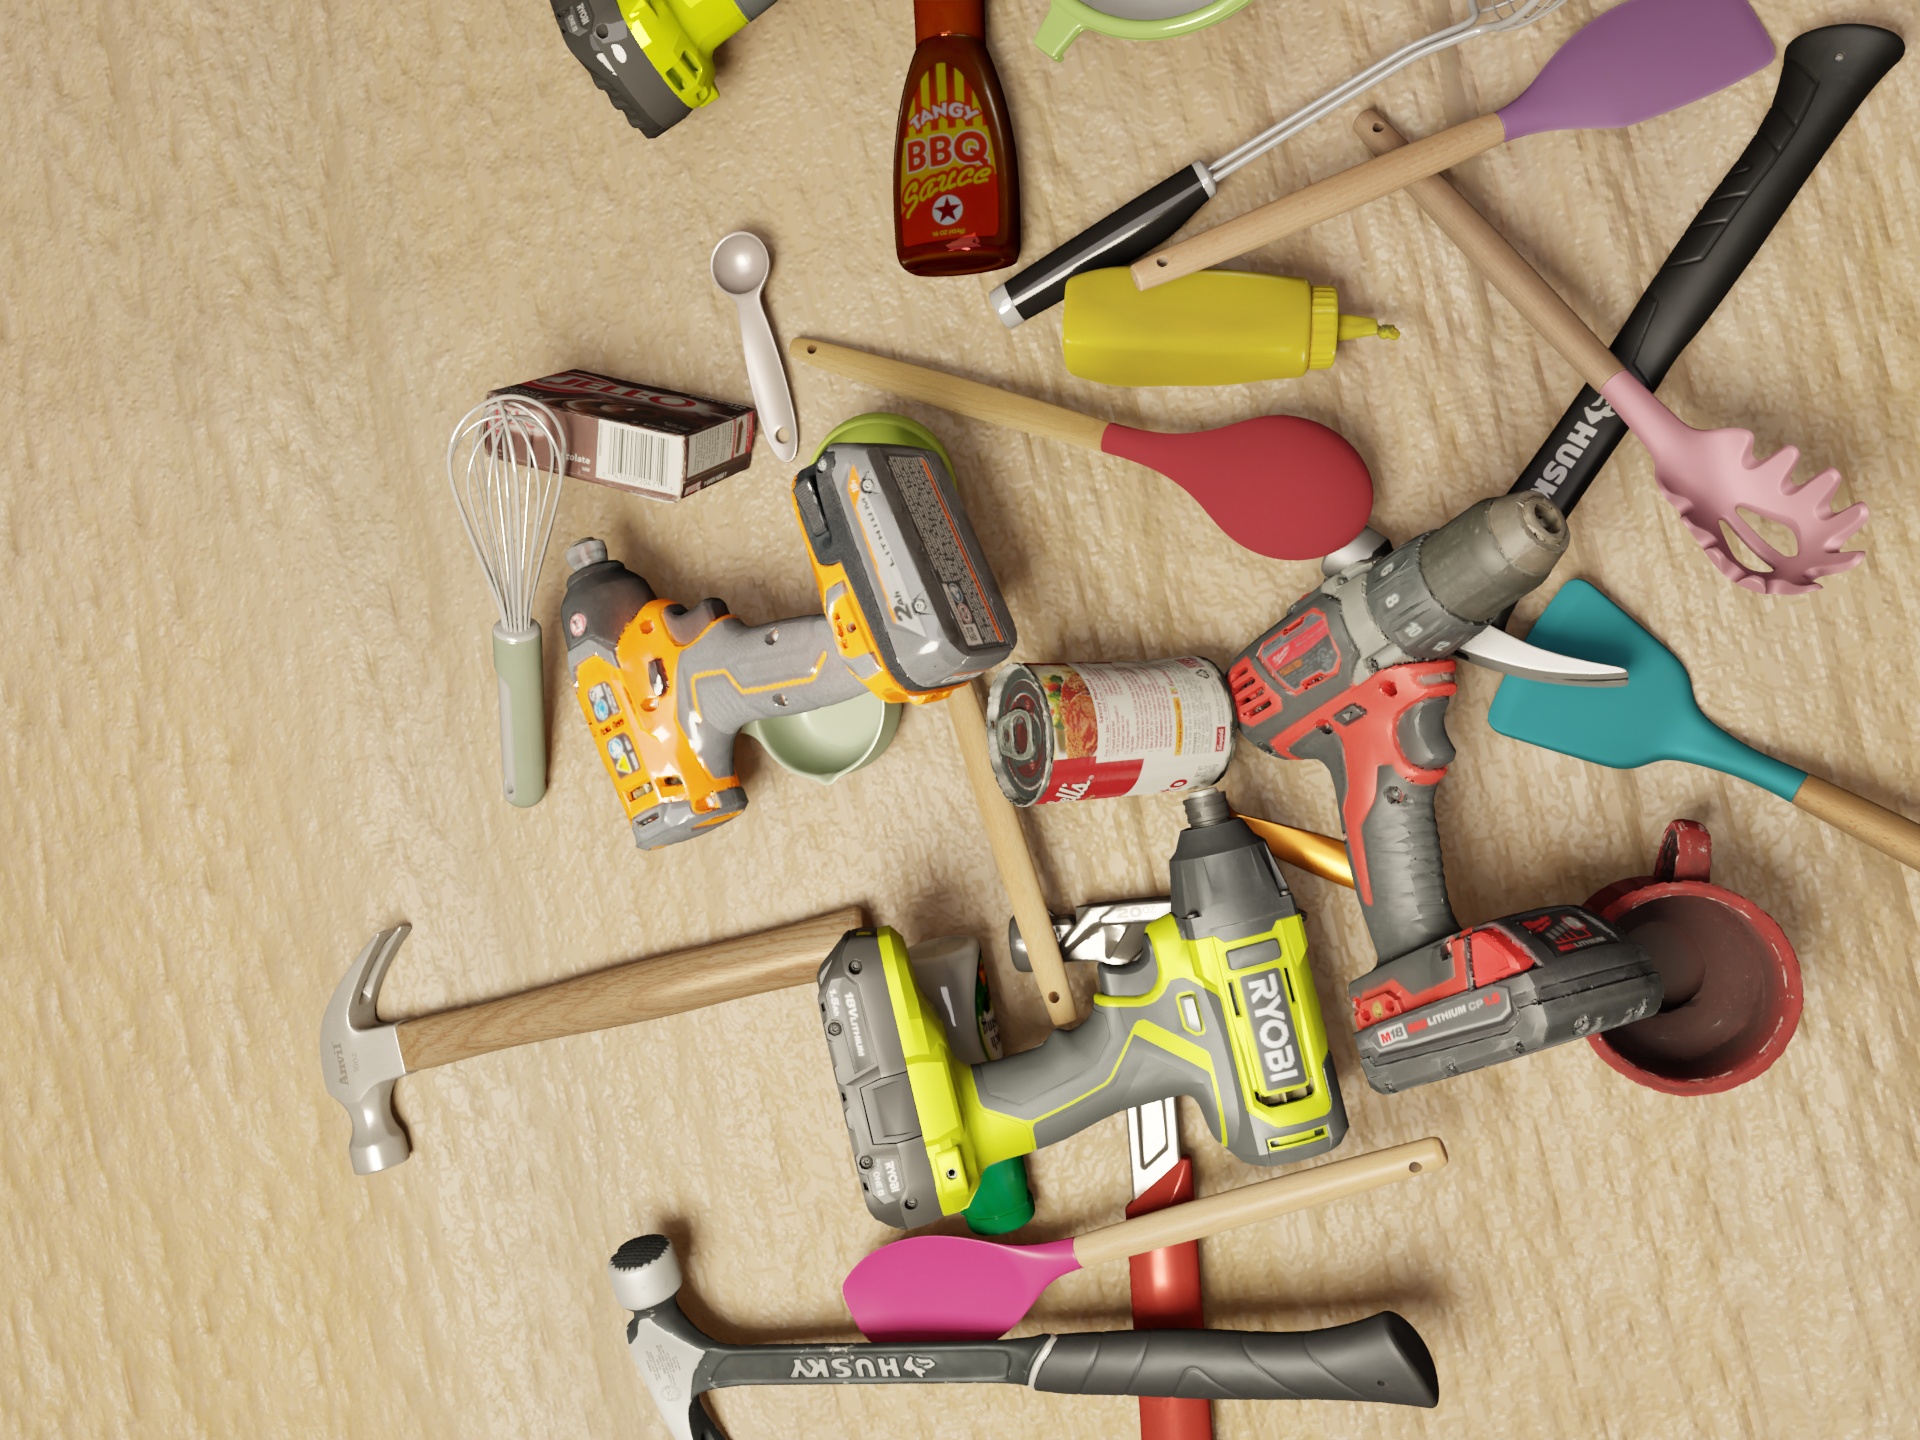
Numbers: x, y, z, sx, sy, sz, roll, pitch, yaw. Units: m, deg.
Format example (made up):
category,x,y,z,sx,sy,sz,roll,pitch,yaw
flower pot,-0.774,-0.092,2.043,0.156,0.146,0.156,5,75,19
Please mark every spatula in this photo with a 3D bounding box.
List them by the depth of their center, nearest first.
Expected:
category,x,y,z,sx,sy,sz,roll,pitch,yaw
spatula,0.395,0.043,0.700,0.318,0.044,0.082,32,94,28
spatula,0.226,-0.268,0.742,0.316,0.018,0.060,-23,77,-1

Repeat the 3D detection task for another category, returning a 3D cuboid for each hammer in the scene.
category,x,y,z,sx,sy,sz,roll,pitch,yaw
hammer,0.321,-0.169,0.733,0.146,0.035,0.335,36,96,23
hammer,0.022,0.320,0.781,0.409,0.036,0.149,-8,104,20
hammer,0.111,0.268,0.797,0.149,0.036,0.359,-5,89,13
hammer,-0.203,0.152,0.871,0.331,0.031,0.130,-15,88,13

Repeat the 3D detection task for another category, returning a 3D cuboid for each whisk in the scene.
category,x,y,z,sx,sy,sz,roll,pitch,yaw
whisk,-0.229,-0.054,0.817,0.058,0.059,0.246,44,138,40

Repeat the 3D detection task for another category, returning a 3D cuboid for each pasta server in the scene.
category,x,y,z,sx,sy,sz,roll,pitch,yaw
pasta server,0.276,-0.175,0.714,0.060,0.040,0.316,-34,68,1

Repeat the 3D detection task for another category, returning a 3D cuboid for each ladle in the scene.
category,x,y,z,sx,sy,sz,roll,pitch,yaw
ladle,-0.001,-0.003,0.793,0.078,0.062,0.320,-21,81,21
ladle,0.050,-0.149,0.794,0.315,0.031,0.069,20,87,20

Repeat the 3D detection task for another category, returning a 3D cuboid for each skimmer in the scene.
category,x,y,z,sx,sy,sz,roll,pitch,yaw
skimmer,0.155,-0.314,0.749,0.363,0.127,0.090,-29,123,17

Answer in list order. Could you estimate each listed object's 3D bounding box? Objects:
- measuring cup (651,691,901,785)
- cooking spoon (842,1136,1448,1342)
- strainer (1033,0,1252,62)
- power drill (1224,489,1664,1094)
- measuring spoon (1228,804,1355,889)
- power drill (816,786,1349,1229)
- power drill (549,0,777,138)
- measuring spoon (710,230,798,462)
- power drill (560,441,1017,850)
category,x,y,z,sx,sy,sz,roll,pitch,yaw
measuring cup,-0.108,-0.003,0.847,0.167,0.038,0.083,-8,90,24
cooking spoon,0.081,0.251,0.771,0.319,0.017,0.068,-23,97,22
strainer,0.101,-0.446,0.772,0.151,0.069,0.256,-9,85,22
power drill,0.214,0.029,0.686,0.188,0.080,0.227,-41,60,52
measuring spoon,0.172,0.065,0.791,0.117,0.011,0.021,20,95,12
power drill,0.052,0.135,0.737,0.223,0.080,0.171,-13,88,-3
power drill,-0.100,-0.420,0.805,0.228,0.080,0.191,-28,65,12
measuring spoon,-0.105,-0.199,0.854,0.034,0.018,0.124,-12,95,18
power drill,-0.101,-0.049,0.775,0.226,0.084,0.164,-27,83,29
